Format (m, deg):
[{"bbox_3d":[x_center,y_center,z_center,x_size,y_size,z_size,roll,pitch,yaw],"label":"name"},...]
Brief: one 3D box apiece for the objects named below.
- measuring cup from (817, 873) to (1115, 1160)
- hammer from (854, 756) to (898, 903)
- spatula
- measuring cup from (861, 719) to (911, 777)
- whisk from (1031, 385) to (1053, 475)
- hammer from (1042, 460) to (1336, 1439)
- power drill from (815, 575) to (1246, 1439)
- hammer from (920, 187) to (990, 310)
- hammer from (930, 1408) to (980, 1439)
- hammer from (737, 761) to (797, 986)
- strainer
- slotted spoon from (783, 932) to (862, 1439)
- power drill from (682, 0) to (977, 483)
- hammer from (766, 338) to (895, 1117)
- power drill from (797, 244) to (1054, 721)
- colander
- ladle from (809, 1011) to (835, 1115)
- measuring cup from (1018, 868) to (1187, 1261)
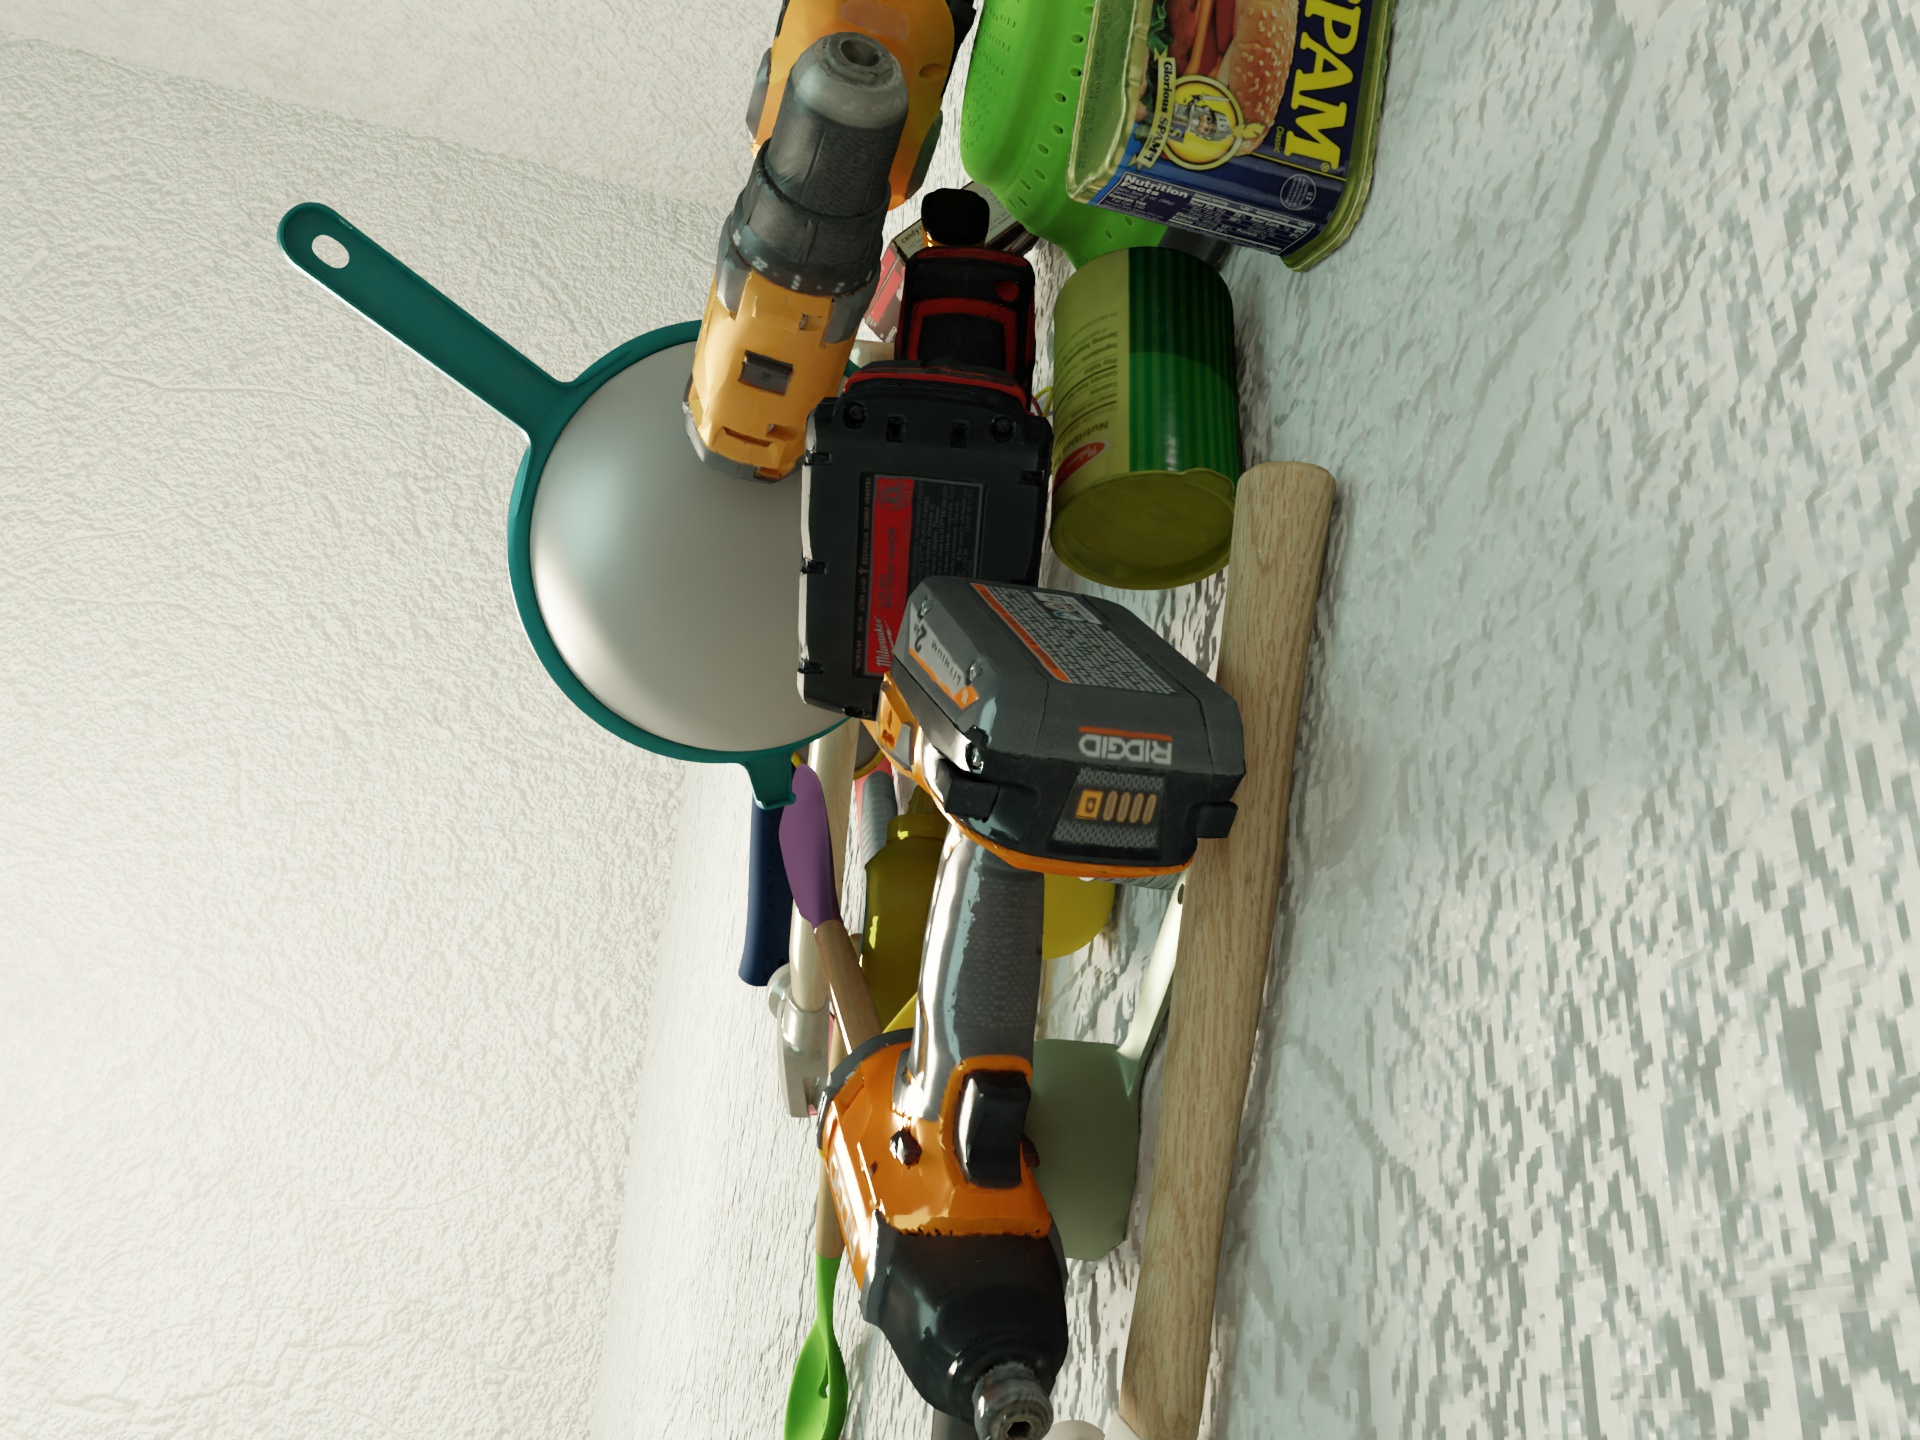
[{"bbox_3d":[0.001,0.099,0.584,0.156,0.062,0.029,-52,12,-15],"label":"measuring cup"},{"bbox_3d":[-0.058,0.053,1.006,0.387,0.038,0.143,-100,23,-55],"label":"hammer"},{"bbox_3d":[-0.052,0.107,0.705,0.316,0.018,0.059,-118,42,-59],"label":"spatula"},{"bbox_3d":[-0.001,-0.002,0.756,0.052,0.095,0.173,56,172,10],"label":"measuring cup"},{"bbox_3d":[0.023,-0.150,0.821,0.245,0.051,0.047,-114,22,-76],"label":"whisk"},{"bbox_3d":[0.073,0.087,0.458,0.130,0.031,0.331,166,114,-76],"label":"hammer"},{"bbox_3d":[0.013,0.086,0.472,0.164,0.084,0.226,-124,43,-65],"label":"power drill"},{"bbox_3d":[-0.017,-0.143,0.849,0.336,0.034,0.127,100,173,-62],"label":"hammer"},{"bbox_3d":[0.012,0.166,0.648,0.128,0.033,0.331,137,141,-70],"label":"hammer"},{"bbox_3d":[-0.111,-0.012,1.006,0.035,0.144,0.405,23,121,32],"label":"hammer"},{"bbox_3d":[-0.135,-0.108,0.690,0.211,0.340,0.095,-57,29,-5],"label":"strainer"},{"bbox_3d":[-0.065,0.256,0.829,0.070,0.031,0.313,-129,43,-66],"label":"slotted spoon"},{"bbox_3d":[-0.050,-0.232,0.636,0.185,0.084,0.226,119,164,-53],"label":"power drill"},{"bbox_3d":[-0.065,0.008,0.849,0.146,0.038,0.410,-120,35,-69],"label":"hammer"},{"bbox_3d":[-0.006,-0.090,0.609,0.220,0.078,0.143,-81,-4,-62],"label":"power drill"},{"bbox_3d":[0.078,-0.338,0.615,0.205,0.094,0.397,-105,28,-61],"label":"colander"},{"bbox_3d":[-0.059,0.221,0.912,0.315,0.031,0.069,-177,96,-75],"label":"ladle"},{"bbox_3d":[0.043,0.113,0.544,0.083,0.038,0.167,-103,24,-58],"label":"measuring cup"}]
